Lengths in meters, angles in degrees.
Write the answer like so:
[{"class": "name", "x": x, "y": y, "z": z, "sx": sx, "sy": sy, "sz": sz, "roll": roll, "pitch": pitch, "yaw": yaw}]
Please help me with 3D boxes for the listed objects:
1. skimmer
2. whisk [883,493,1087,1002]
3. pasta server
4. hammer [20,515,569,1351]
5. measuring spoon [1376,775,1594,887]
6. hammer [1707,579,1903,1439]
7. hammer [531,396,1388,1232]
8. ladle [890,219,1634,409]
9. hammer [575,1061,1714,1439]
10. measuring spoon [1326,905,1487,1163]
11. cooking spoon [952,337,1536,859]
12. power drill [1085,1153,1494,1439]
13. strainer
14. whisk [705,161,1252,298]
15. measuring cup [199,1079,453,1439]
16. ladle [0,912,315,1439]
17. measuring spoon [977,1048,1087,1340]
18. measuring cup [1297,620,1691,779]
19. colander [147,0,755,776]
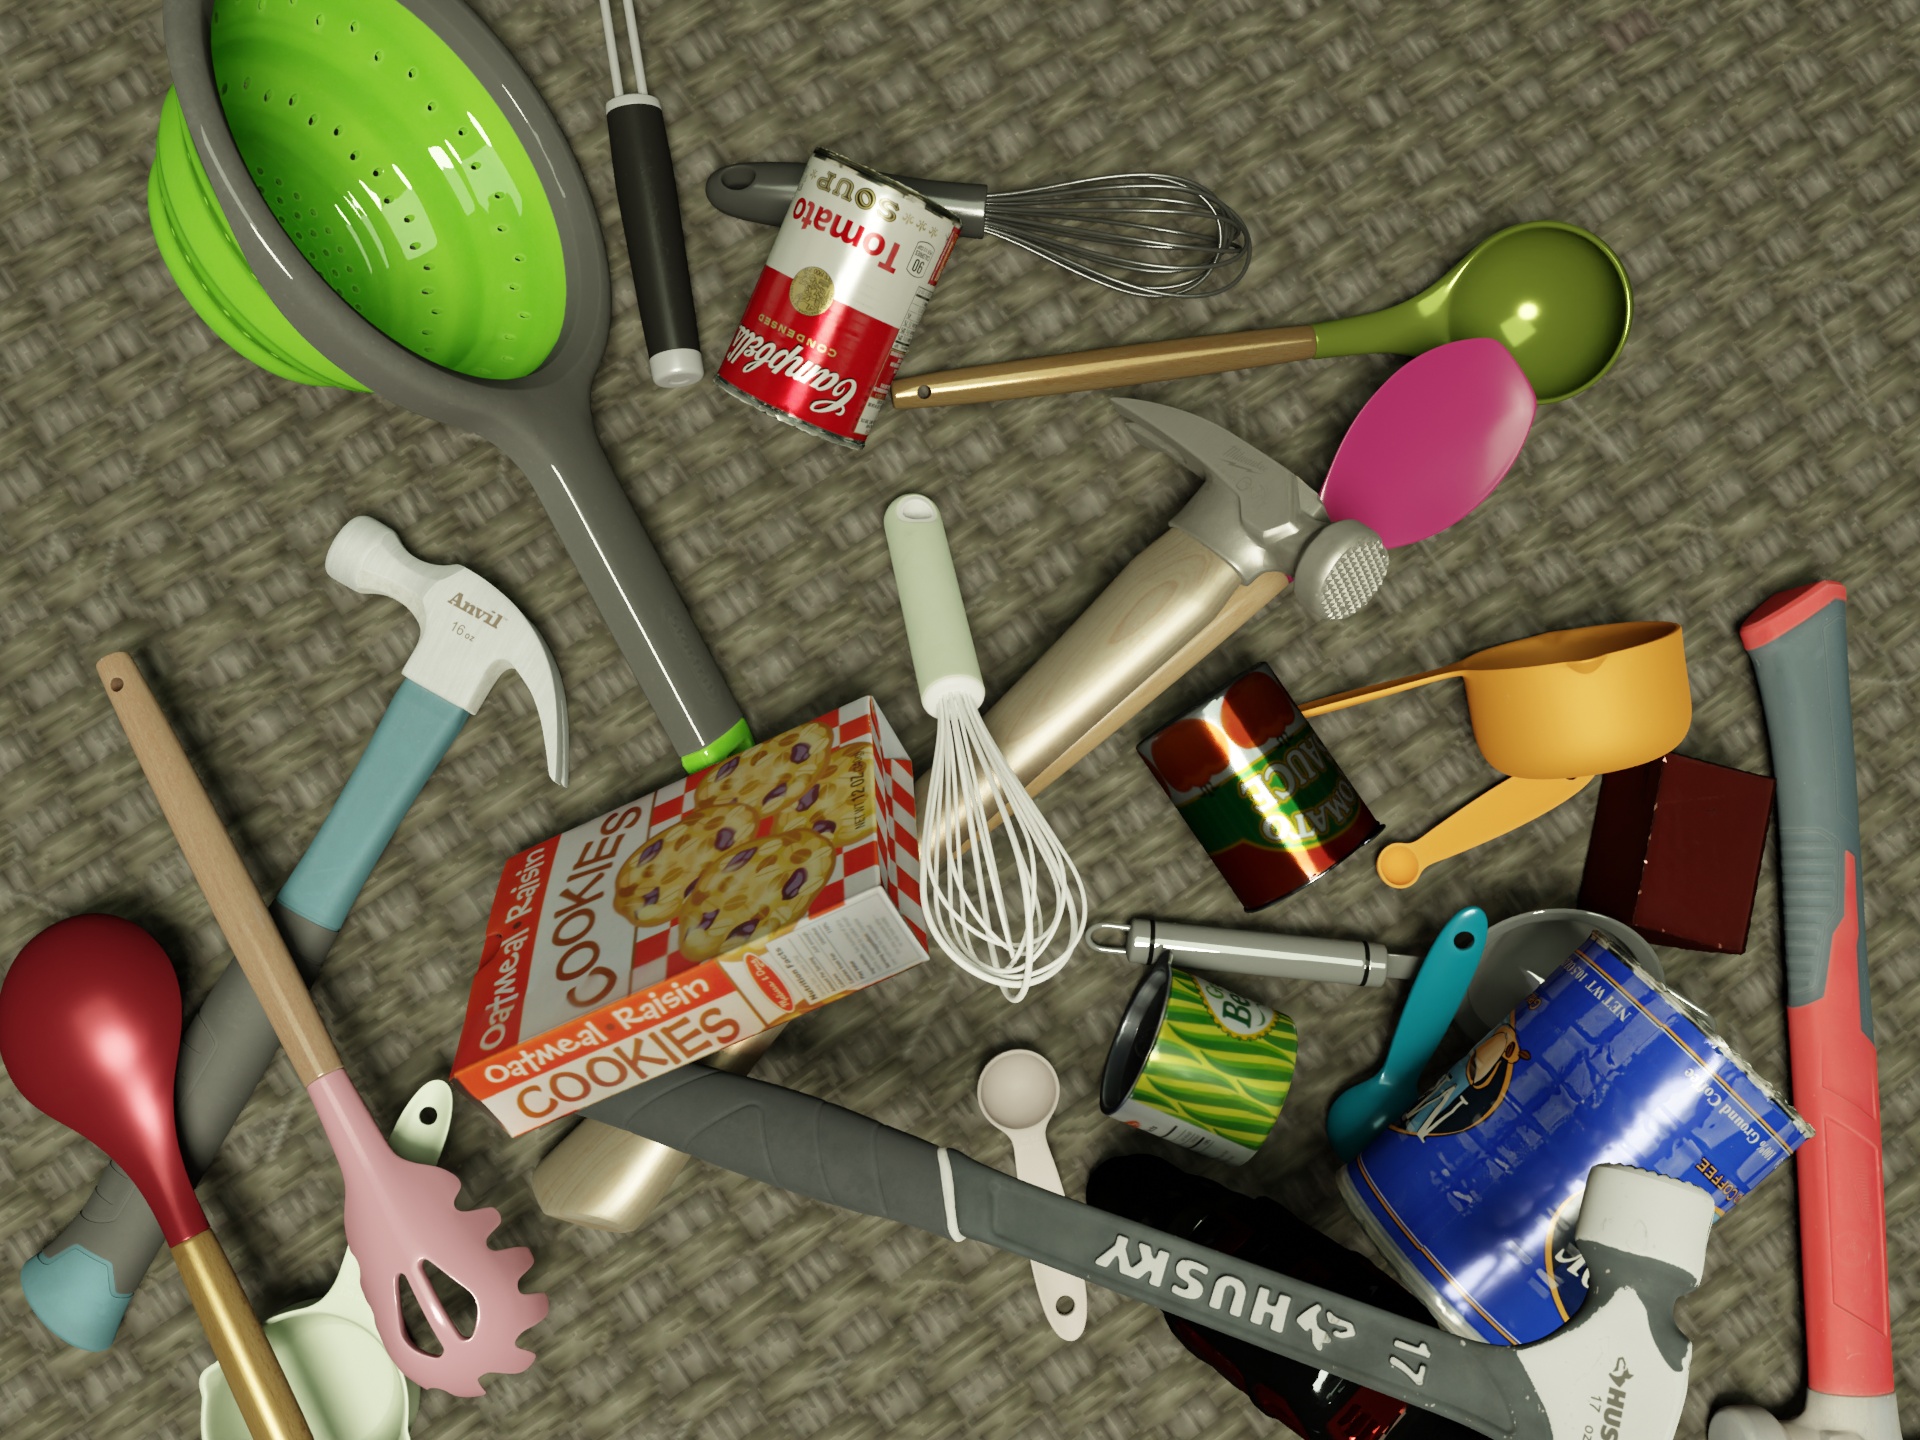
[{"class": "skimmer", "x": -0.149, "y": -0.325, "z": 0.658, "sx": 0.127, "sy": 0.090, "sz": 0.363, "roll": -10, "pitch": 86, "yaw": -7}, {"class": "whisk", "x": -0.001, "y": -0.002, "z": 0.607, "sx": 0.057, "sy": 0.059, "sz": 0.247, "roll": -2, "pitch": 48, "yaw": -12}, {"class": "pasta server", "x": -0.251, "y": 0.112, "z": 0.604, "sx": 0.060, "sy": 0.040, "sz": 0.316, "roll": -30, "pitch": 82, "yaw": -8}, {"class": "hammer", "x": -0.269, "y": 0.089, "z": 0.634, "sx": 0.128, "sy": 0.033, "sz": 0.331, "roll": 29, "pitch": 82, "yaw": -1}, {"class": "measuring spoon", "x": 0.231, "y": 0.042, "z": 0.698, "sx": 0.117, "sy": 0.011, "sz": 0.021, "roll": -27, "pitch": 87, "yaw": -11}, {"class": "hammer", "x": 0.390, "y": 0.132, "z": 0.687, "sx": 0.143, "sy": 0.038, "sz": 0.386, "roll": 1, "pitch": 84, "yaw": -6}, {"class": "hammer", "x": -0.022, "y": 0.041, "z": 0.642, "sx": 0.410, "sy": 0.038, "sz": 0.146, "roll": -45, "pitch": 50, "yaw": -1}, {"class": "ladle", "x": 0.129, "y": -0.160, "z": 0.687, "sx": 0.320, "sy": 0.062, "sz": 0.078, "roll": -8, "pitch": 103, "yaw": -3}, {"class": "hammer", "x": 0.014, "y": 0.167, "z": 0.523, "sx": 0.409, "sy": 0.036, "sz": 0.149, "roll": 11, "pitch": 72, "yaw": 28}, {"class": "measuring spoon", "x": 0.187, "y": 0.135, "z": 0.649, "sx": 0.042, "sy": 0.021, "sz": 0.128, "roll": 18, "pitch": 109, "yaw": 0}, {"class": "cooking spoon", "x": 0.114, "y": -0.047, "z": 0.672, "sx": 0.319, "sy": 0.017, "sz": 0.068, "roll": -40, "pitch": 105, "yaw": -1}, {"class": "power drill", "x": 0.150, "y": 0.258, "z": 0.602, "sx": 0.080, "sy": 0.188, "sz": 0.226, "roll": -46, "pitch": 108, "yaw": -13}, {"class": "strainer", "x": 0.181, "y": 0.101, "z": 0.670, "sx": 0.258, "sy": 0.050, "sz": 0.086, "roll": 6, "pitch": 122, "yaw": 1}, {"class": "whisk", "x": 0.008, "y": -0.217, "z": 0.688, "sx": 0.239, "sy": 0.055, "sz": 0.055, "roll": 6, "pitch": 83, "yaw": 0}, {"class": "measuring cup", "x": -0.232, "y": 0.220, "z": 0.622, "sx": 0.083, "sy": 0.038, "sz": 0.168, "roll": 20, "pitch": 80, "yaw": -2}, {"class": "ladle", "x": -0.274, "y": 0.215, "z": 0.587, "sx": 0.069, "sy": 0.031, "sz": 0.315, "roll": -27, "pitch": 85, "yaw": -6}, {"class": "measuring spoon", "x": 0.032, "y": 0.196, "z": 0.662, "sx": 0.034, "sy": 0.018, "sz": 0.124, "roll": -12, "pitch": 92, "yaw": -7}, {"class": "measuring cup", "x": 0.218, "y": 0.002, "z": 0.674, "sx": 0.173, "sy": 0.095, "sz": 0.052, "roll": -13, "pitch": 97, "yaw": 13}, {"class": "colander", "x": -0.203, "y": -0.125, "z": 0.632, "sx": 0.094, "sy": 0.204, "sz": 0.397, "roll": -20, "pitch": 104, "yaw": 26}]
